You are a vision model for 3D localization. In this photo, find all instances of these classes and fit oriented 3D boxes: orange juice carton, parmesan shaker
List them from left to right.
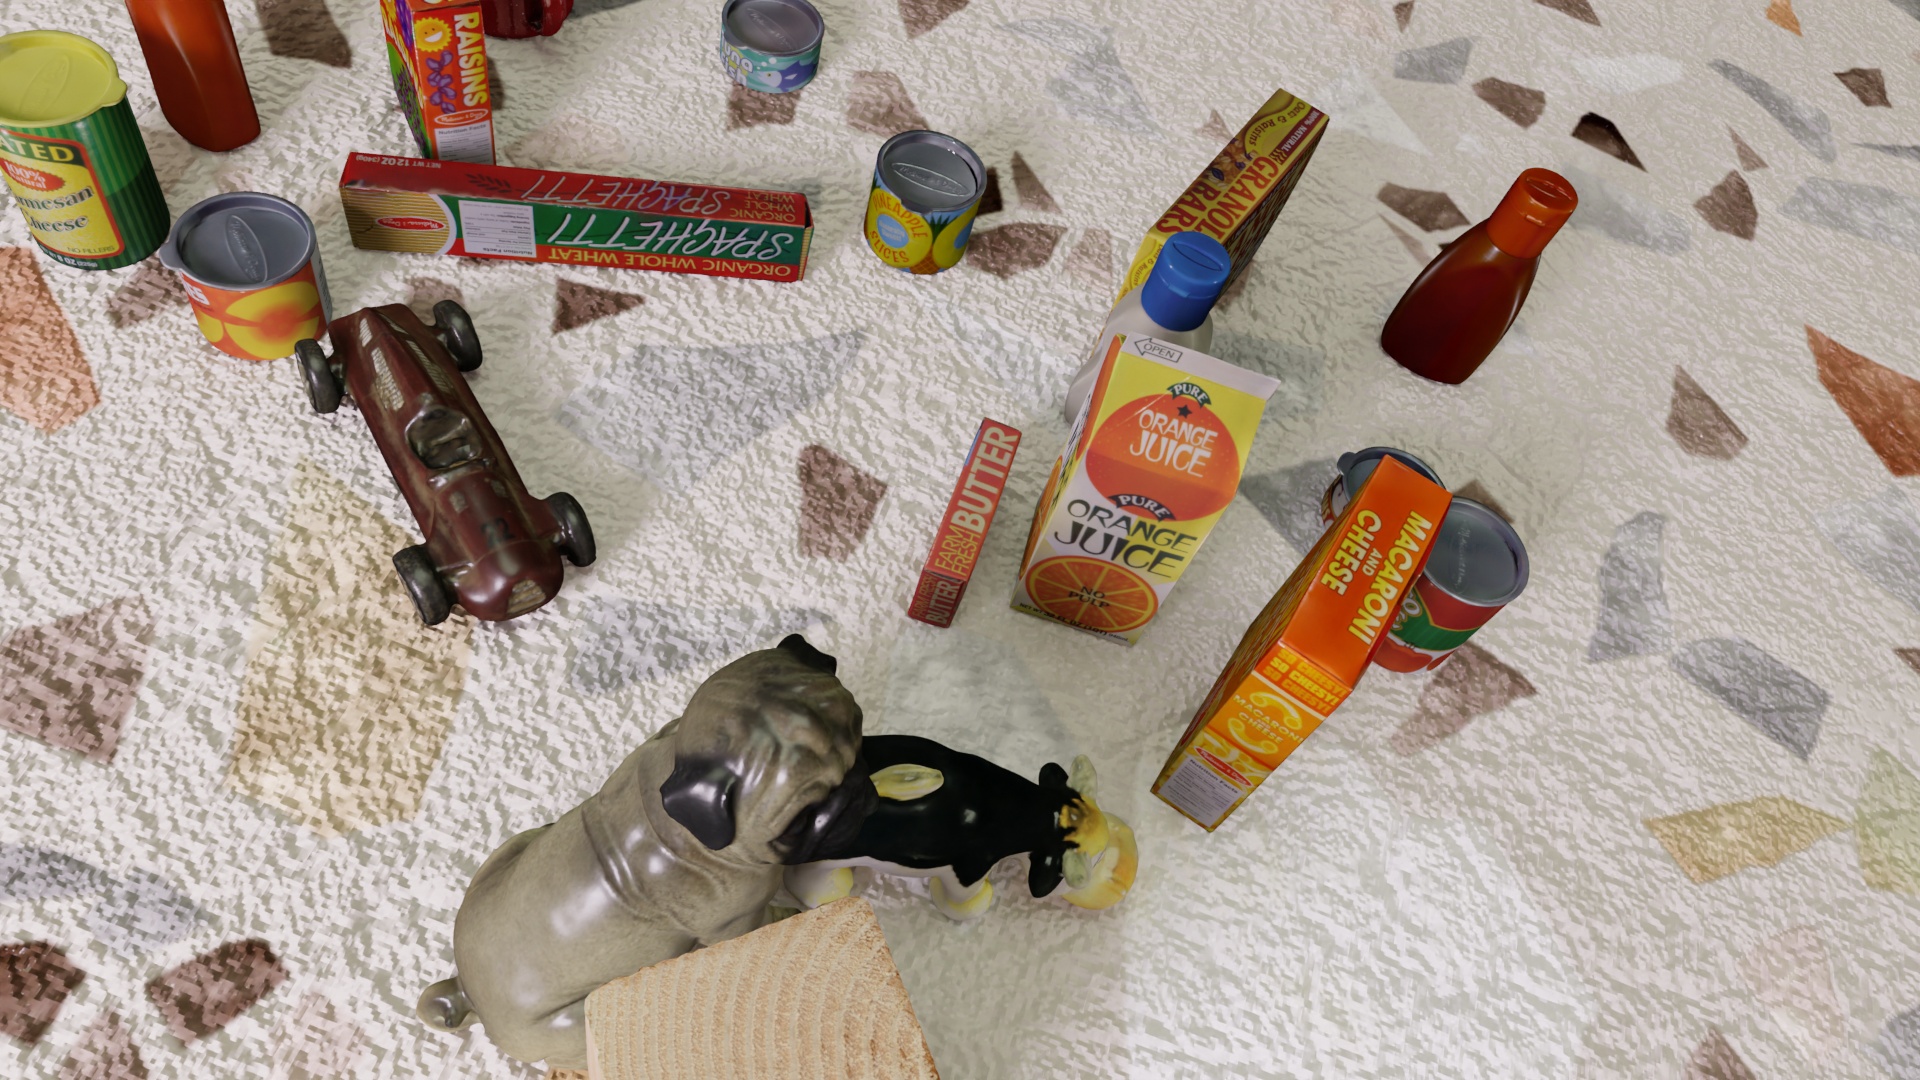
[{"bbox_3d":[-0.444,-0.192,0.699,0.071,0.102,0.071,6,57,-10],"label":"parmesan shaker"},{"bbox_3d":[0.086,-0.030,0.674,0.072,0.191,0.073,19,56,-2],"label":"orange juice carton"}]

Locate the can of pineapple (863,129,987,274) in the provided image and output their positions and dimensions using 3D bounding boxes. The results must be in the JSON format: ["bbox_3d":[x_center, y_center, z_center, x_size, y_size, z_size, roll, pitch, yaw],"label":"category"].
[{"bbox_3d":[-0.023,-0.202,0.836,0.071,0.057,0.071,6,57,-10],"label":"can of pineapple"}]

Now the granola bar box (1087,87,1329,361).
[{"bbox_3d":[0.146,-0.173,0.820,0.039,0.123,0.166,35,57,9],"label":"granola bar box"}]

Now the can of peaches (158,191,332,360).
[{"bbox_3d":[-0.363,-0.134,0.709,0.071,0.057,0.071,6,57,-10],"label":"can of peaches"}]

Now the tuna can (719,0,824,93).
[{"bbox_3d":[-0.125,-0.324,0.903,0.071,0.032,0.071,6,57,-10],"label":"tuna can"}]

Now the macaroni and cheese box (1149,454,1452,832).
[{"bbox_3d":[0.158,0.053,0.655,0.040,0.165,0.124,34,57,8],"label":"macaroni and cheese box"}]

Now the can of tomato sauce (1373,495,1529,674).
[{"bbox_3d":[0.251,0.025,0.745,0.071,0.082,0.071,6,57,-10],"label":"can of tomato sauce"}]

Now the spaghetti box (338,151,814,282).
[{"bbox_3d":[-0.210,-0.179,0.780,0.250,0.050,0.029,2,58,-13],"label":"spaghetti box"}]

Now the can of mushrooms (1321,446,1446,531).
[{"bbox_3d":[0.243,-0.020,0.802,0.071,0.033,0.071,6,57,-10],"label":"can of mushrooms"}]

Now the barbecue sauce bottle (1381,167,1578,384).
[{"bbox_3d":[0.314,-0.158,0.837,0.065,0.147,0.044,27,56,4],"label":"barbecue sauce bottle"}]

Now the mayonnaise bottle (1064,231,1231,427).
[{"bbox_3d":[0.104,-0.104,0.751,0.065,0.147,0.041,30,57,5],"label":"mayonnaise bottle"}]

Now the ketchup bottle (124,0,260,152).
[{"bbox_3d":[-0.414,-0.279,0.734,0.065,0.148,0.044,43,59,14],"label":"ketchup bottle"}]

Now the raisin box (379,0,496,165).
[{"bbox_3d":[-0.293,-0.275,0.776,0.040,0.122,0.086,-18,64,-23],"label":"raisin box"}]

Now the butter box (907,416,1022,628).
[{"bbox_3d":[0.003,-0.009,0.724,0.024,0.052,0.104,21,56,0],"label":"butter box"}]
